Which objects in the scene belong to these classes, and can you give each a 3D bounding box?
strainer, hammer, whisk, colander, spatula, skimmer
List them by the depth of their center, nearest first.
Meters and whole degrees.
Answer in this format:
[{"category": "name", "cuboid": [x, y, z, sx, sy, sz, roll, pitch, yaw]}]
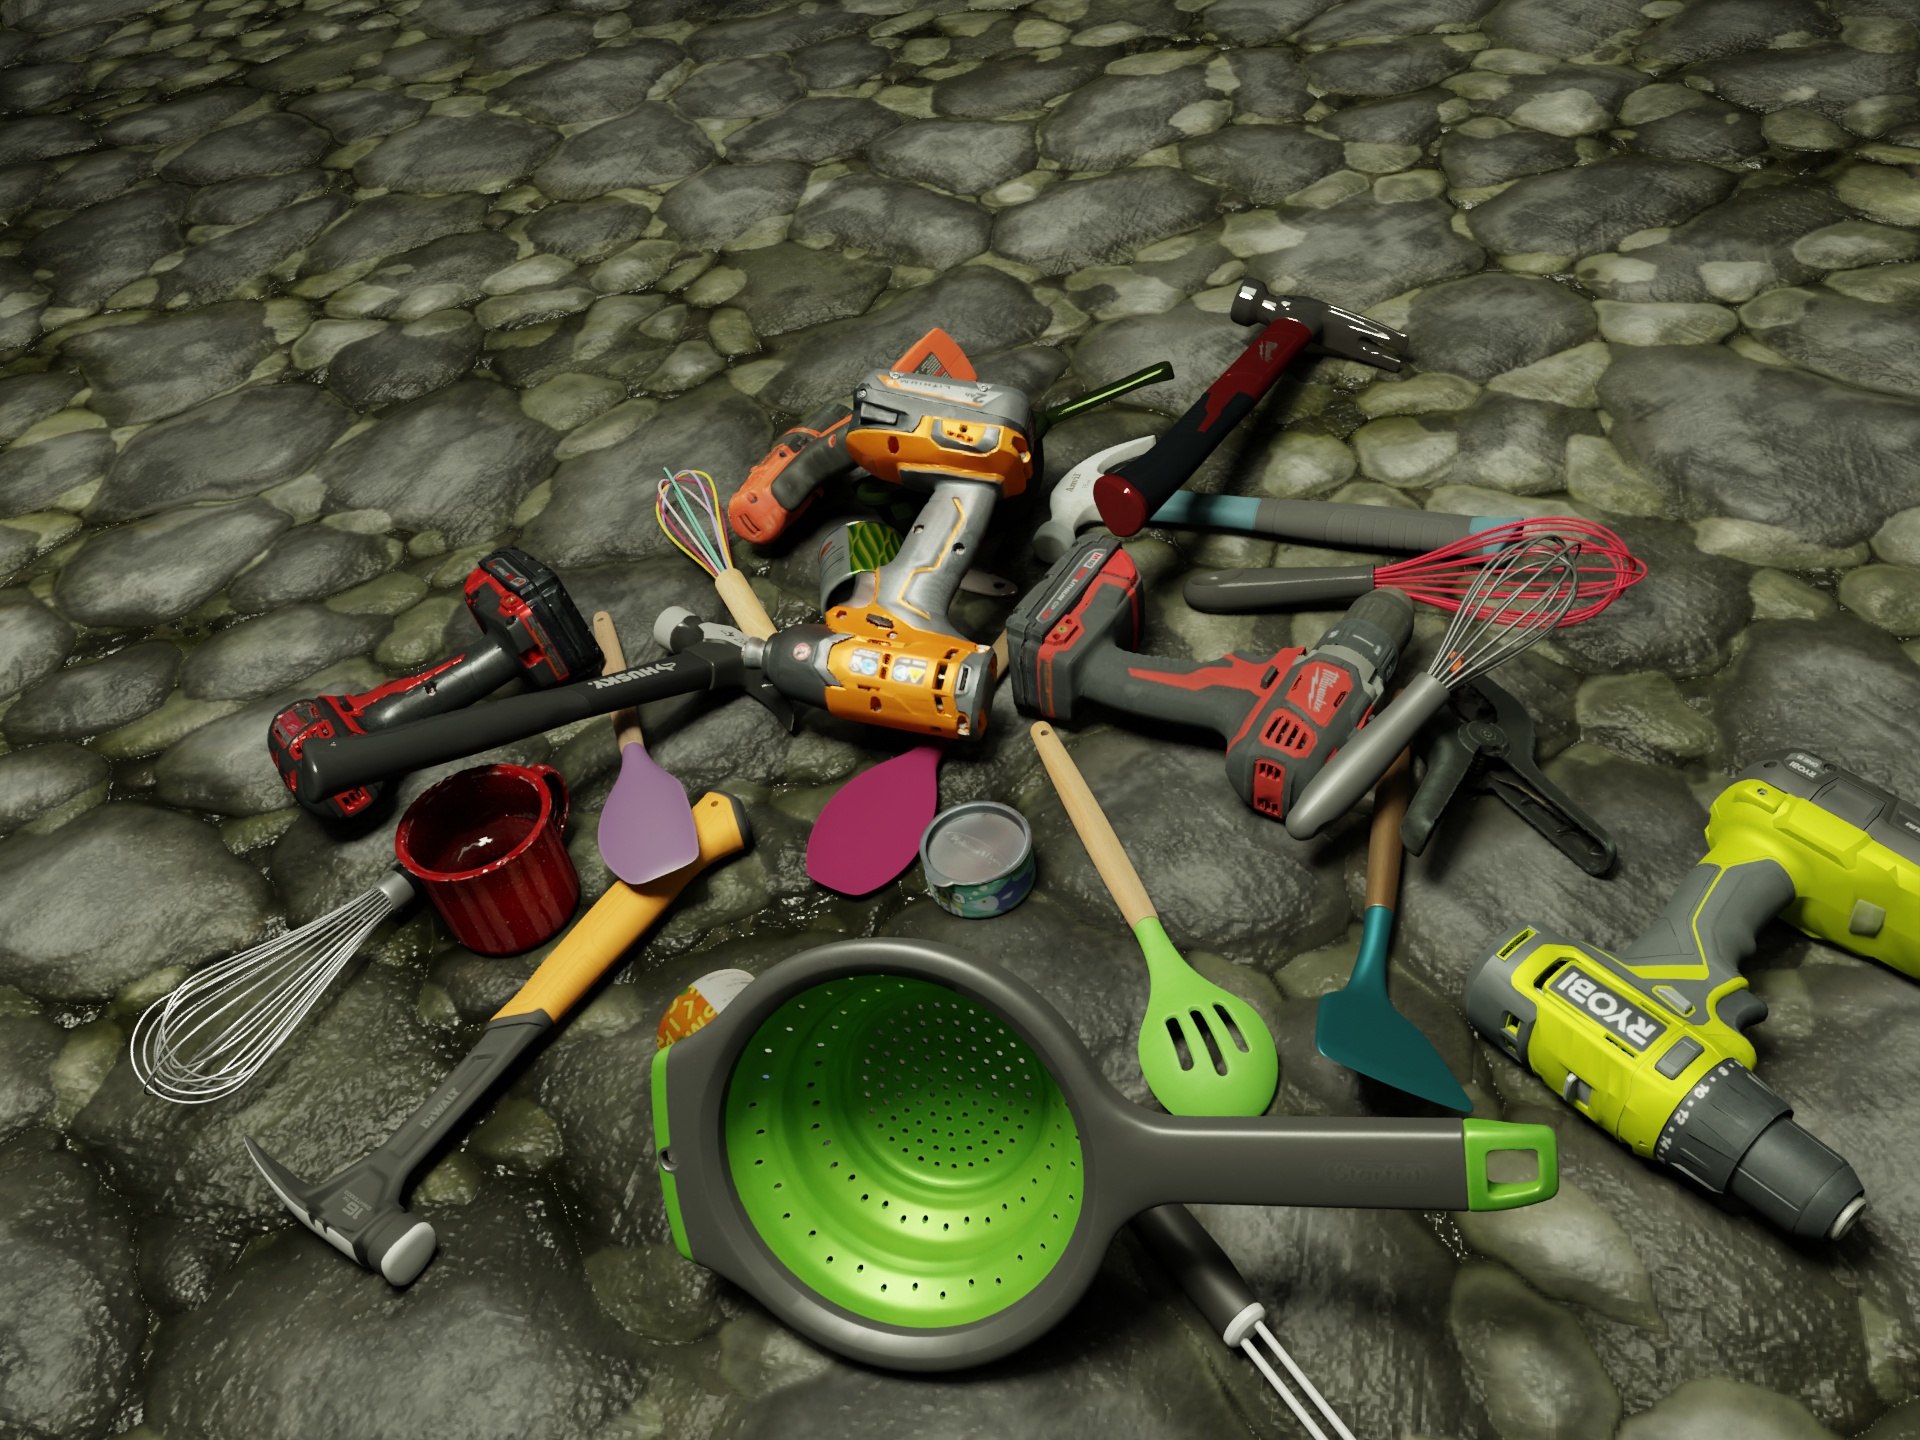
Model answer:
[{"category": "skimmer", "cuboid": [0.141, 0.289, 0.646, 0.127, 0.090, 0.364, -49, 45, 5]}, {"category": "colander", "cuboid": [0.059, 0.185, 0.728, 0.397, 0.204, 0.094, -3, 8, 16]}, {"category": "spatula", "cuboid": [0.241, 0.083, 0.880, 0.082, 0.044, 0.318, 22, 45, -1]}, {"category": "whisk", "cuboid": [0.270, -0.019, 0.904, 0.239, 0.055, 0.055, -45, 50, -7]}, {"category": "hammer", "cuboid": [-0.241, 0.155, 0.910, 0.127, 0.034, 0.337, 21, 51, 28]}, {"category": "whisk", "cuboid": [-0.366, 0.123, 0.956, 0.070, 0.070, 0.285, 20, 46, 29]}, {"category": "hammer", "cuboid": [-0.249, -0.005, 0.987, 0.146, 0.035, 0.334, 27, 30, 32]}, {"category": "whisk", "cuboid": [0.293, -0.093, 1.050, 0.296, 0.073, 0.073, -2, 43, 19]}, {"category": "spatula", "cuboid": [-0.222, 0.008, 1.050, 0.060, 0.018, 0.316, -22, 36, -5]}, {"category": "hammer", "cuboid": [0.226, -0.144, 1.134, 0.331, 0.033, 0.128, 9, 47, 20]}, {"category": "hammer", "cuboid": [0.208, -0.226, 1.158, 0.143, 0.038, 0.386, 24, 42, 16]}, {"category": "strainer", "cuboid": [0.051, -0.190, 1.179, 0.256, 0.069, 0.152, -25, 20, -9]}, {"category": "whisk", "cuboid": [-0.178, -0.120, 1.186, 0.047, 0.051, 0.245, -19, 46, -17]}]

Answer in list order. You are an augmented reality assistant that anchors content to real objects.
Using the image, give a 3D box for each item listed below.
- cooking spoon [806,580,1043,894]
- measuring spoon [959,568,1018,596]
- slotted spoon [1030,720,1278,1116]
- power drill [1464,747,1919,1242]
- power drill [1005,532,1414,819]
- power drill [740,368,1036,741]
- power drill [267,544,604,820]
[{"category": "cooking spoon", "cuboid": [-0.002, -0.003, 1.041, 0.069, 0.017, 0.319, 20, 51, 21]}, {"category": "measuring spoon", "cuboid": [-0.012, -0.113, 1.161, 0.124, 0.018, 0.034, 19, 50, 27]}, {"category": "slotted spoon", "cuboid": [0.094, 0.099, 0.906, 0.070, 0.031, 0.314, -17, 41, -8]}, {"category": "power drill", "cuboid": [0.392, 0.129, 0.777, 0.228, 0.080, 0.191, -34, 47, -19]}, {"category": "power drill", "cuboid": [0.163, -0.044, 1.011, 0.227, 0.080, 0.188, 22, 52, 27]}, {"category": "power drill", "cuboid": [-0.043, -0.107, 1.028, 0.164, 0.084, 0.226, 10, 76, 10]}, {"category": "power drill", "cuboid": [-0.370, -0.026, 1.094, 0.219, 0.078, 0.143, -36, 33, -19]}]
